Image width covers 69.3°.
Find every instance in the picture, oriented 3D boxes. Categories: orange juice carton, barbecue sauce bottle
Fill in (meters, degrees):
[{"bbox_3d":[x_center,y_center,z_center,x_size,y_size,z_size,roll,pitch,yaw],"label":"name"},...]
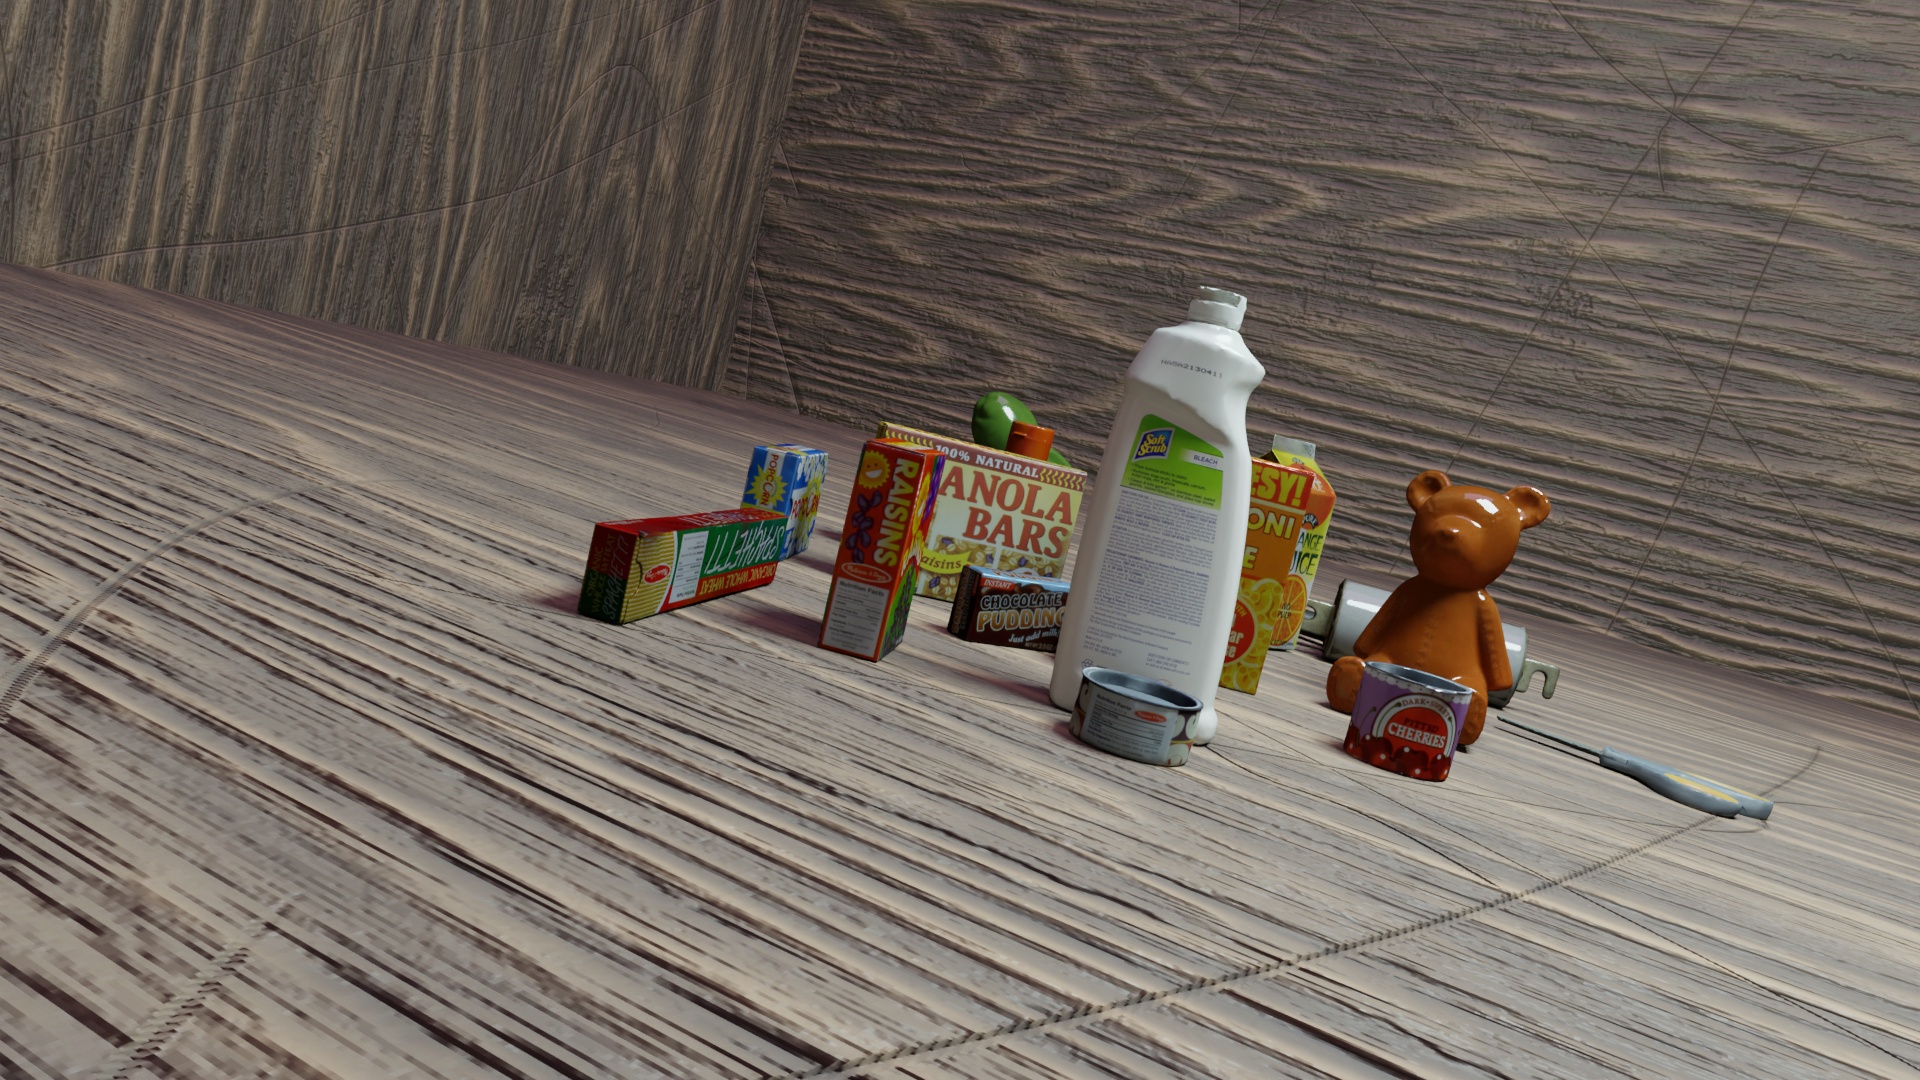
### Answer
[{"bbox_3d":[0.284,0.000,1.282,0.072,0.192,0.073,9,7,-43],"label":"orange juice carton"},{"bbox_3d":[0.043,-0.024,1.155,0.065,0.148,0.044,18,6,34],"label":"barbecue sauce bottle"}]

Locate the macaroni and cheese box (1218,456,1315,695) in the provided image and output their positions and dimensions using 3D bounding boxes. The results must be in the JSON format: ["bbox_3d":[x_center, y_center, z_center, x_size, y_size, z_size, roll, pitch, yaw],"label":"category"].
[{"bbox_3d":[0.175,0.015,1.011,0.124,0.166,0.040,14,5,3],"label":"macaroni and cheese box"}]

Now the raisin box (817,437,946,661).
[{"bbox_3d":[-0.045,0.003,0.825,0.040,0.123,0.086,15,6,7],"label":"raisin box"}]

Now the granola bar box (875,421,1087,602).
[{"bbox_3d":[0.004,-0.014,1.086,0.166,0.124,0.039,13,5,-12],"label":"granola bar box"}]

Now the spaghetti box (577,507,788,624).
[{"bbox_3d":[-0.159,0.010,0.841,0.029,0.050,0.250,15,6,10],"label":"spaghetti box"}]

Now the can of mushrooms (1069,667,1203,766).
[{"bbox_3d":[0.093,0.093,0.738,0.071,0.033,0.071,14,6,-1],"label":"can of mushrooms"}]

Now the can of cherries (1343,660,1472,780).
[{"bbox_3d":[0.279,0.112,0.866,0.071,0.058,0.071,14,6,-1],"label":"can of cherries"}]

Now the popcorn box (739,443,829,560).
[{"bbox_3d":[-0.142,-0.032,1.108,0.038,0.085,0.127,14,6,4],"label":"popcorn box"}]

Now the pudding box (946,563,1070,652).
[{"bbox_3d":[0.037,0.047,0.957,0.084,0.049,0.030,10,7,-32],"label":"pudding box"}]
